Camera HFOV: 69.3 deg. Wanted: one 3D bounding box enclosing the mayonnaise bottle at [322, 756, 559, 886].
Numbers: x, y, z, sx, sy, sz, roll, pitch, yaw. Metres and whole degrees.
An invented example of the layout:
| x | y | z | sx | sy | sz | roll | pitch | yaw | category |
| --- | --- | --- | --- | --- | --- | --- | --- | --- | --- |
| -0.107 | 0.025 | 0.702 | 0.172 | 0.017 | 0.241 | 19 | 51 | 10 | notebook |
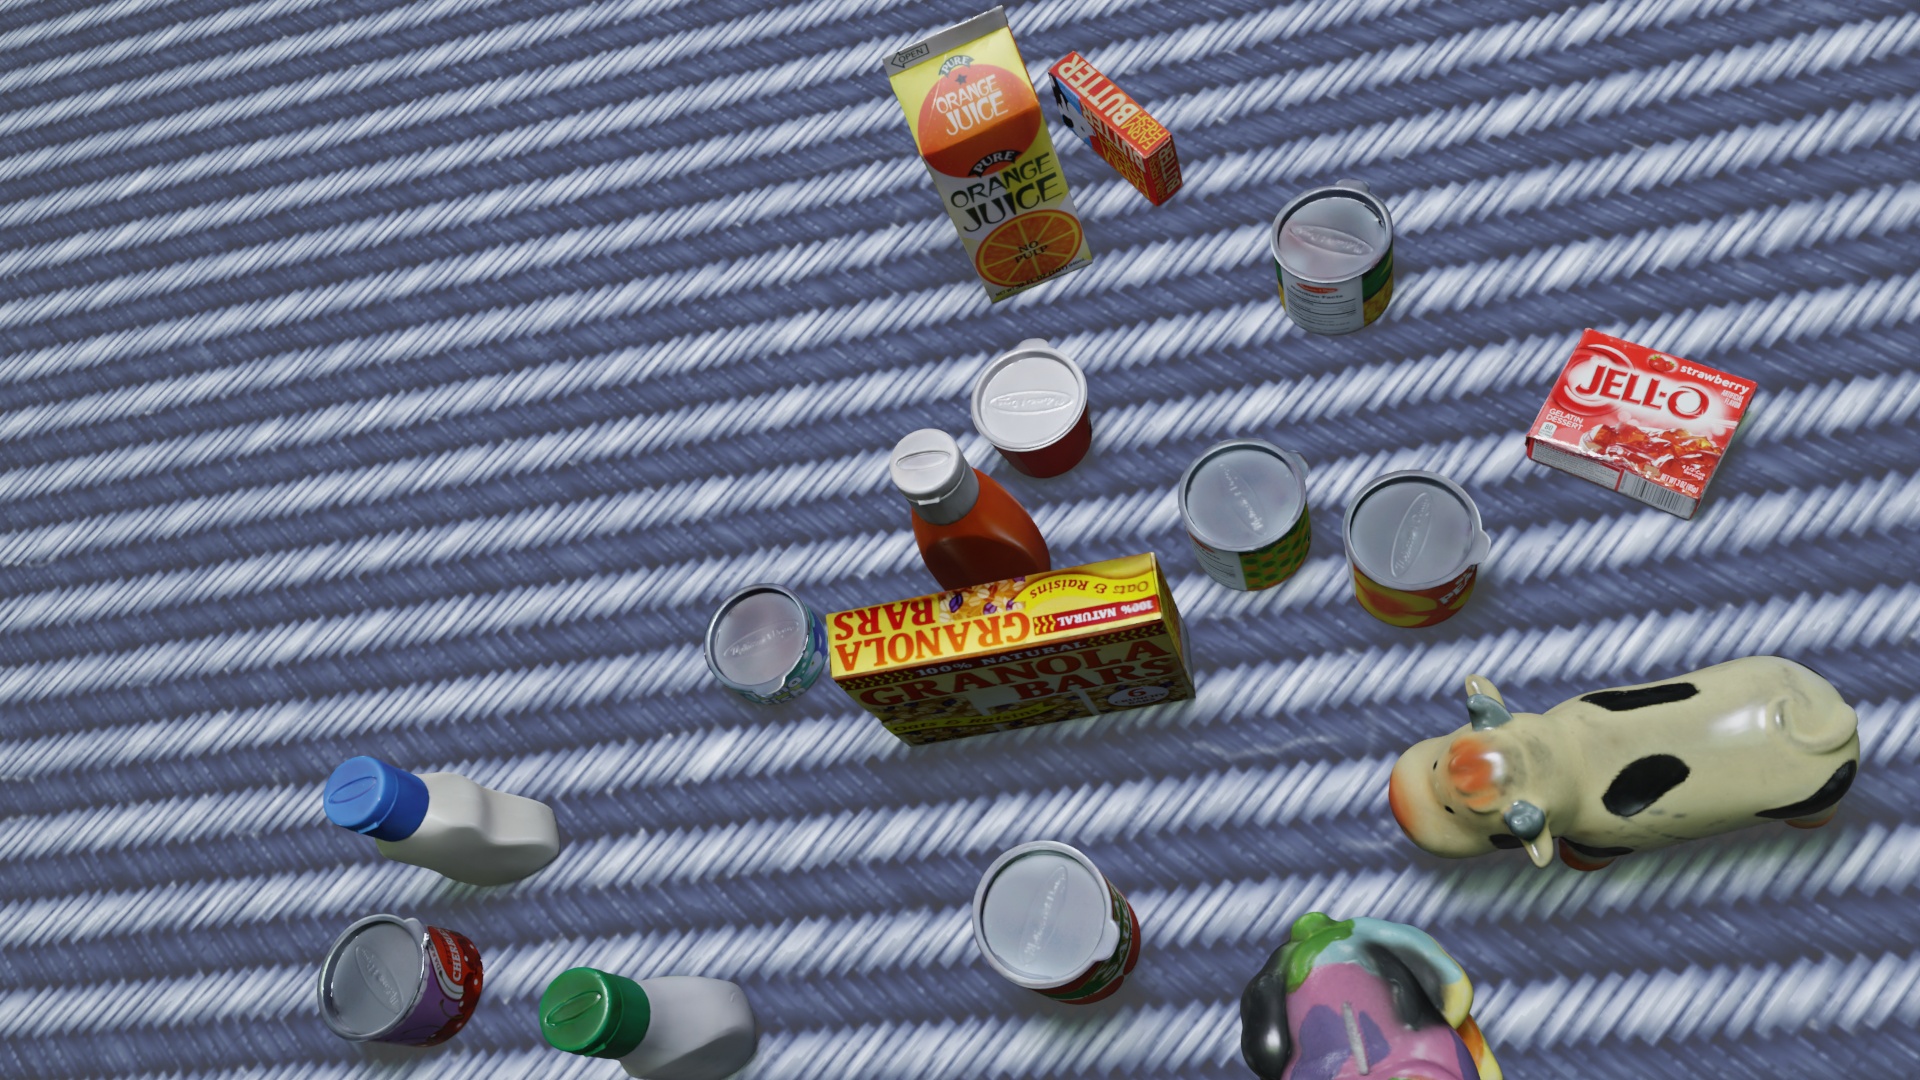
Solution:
| x | y | z | sx | sy | sz | roll | pitch | yaw | category |
| --- | --- | --- | --- | --- | --- | --- | --- | --- | --- |
| -0.282 | 0.153 | 0.756 | 0.065 | 0.147 | 0.041 | -23 | 62 | 7 | mayonnaise bottle |

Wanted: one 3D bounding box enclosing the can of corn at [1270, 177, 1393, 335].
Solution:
| x | y | z | sx | sy | sz | roll | pitch | yaw | category |
| --- | --- | --- | --- | --- | --- | --- | --- | --- | --- |
| 0.215 | -0.162 | 0.797 | 0.071 | 0.058 | 0.071 | -7 | 64 | 15 | can of corn |

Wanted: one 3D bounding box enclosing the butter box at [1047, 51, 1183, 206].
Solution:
| x | y | z | sx | sy | sz | roll | pitch | yaw | category |
| --- | --- | --- | --- | --- | --- | --- | --- | --- | --- |
| 0.099 | -0.262 | 0.883 | 0.024 | 0.053 | 0.104 | -38 | 61 | -2 | butter box |

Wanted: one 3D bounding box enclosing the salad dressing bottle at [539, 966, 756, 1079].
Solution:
| x | y | z | sx | sy | sz | roll | pitch | yaw | category |
| --- | --- | --- | --- | --- | --- | --- | --- | --- | --- |
| -0.150 | 0.235 | 0.676 | 0.064 | 0.147 | 0.044 | -28 | 61 | 4 | salad dressing bottle |

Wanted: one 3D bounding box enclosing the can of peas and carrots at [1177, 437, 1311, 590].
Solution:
| x | y | z | sx | sy | sz | roll | pitch | yaw | category |
| --- | --- | --- | --- | --- | --- | --- | --- | --- | --- |
| 0.156 | -0.015 | 0.747 | 0.071 | 0.058 | 0.071 | -7 | 64 | 15 | can of peas and carrots |

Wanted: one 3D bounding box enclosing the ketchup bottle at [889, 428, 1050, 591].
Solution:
| x | y | z | sx | sy | sz | roll | pitch | yaw | category |
| --- | --- | --- | --- | --- | --- | --- | --- | --- | --- |
| 0.003 | -0.009 | 0.741 | 0.065 | 0.148 | 0.044 | -8 | 64 | 14 | ketchup bottle |

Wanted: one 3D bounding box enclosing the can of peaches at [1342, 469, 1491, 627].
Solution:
| x | y | z | sx | sy | sz | roll | pitch | yaw | category |
| --- | --- | --- | --- | --- | --- | --- | --- | --- | --- |
| 0.234 | 0.006 | 0.714 | 0.071 | 0.058 | 0.071 | -7 | 64 | 15 | can of peaches |

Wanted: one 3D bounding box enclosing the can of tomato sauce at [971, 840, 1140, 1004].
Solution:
| x | y | z | sx | sy | sz | roll | pitch | yaw | category |
| --- | --- | --- | --- | --- | --- | --- | --- | --- | --- |
| 0.050 | 0.187 | 0.673 | 0.071 | 0.083 | 0.071 | -7 | 65 | 15 | can of tomato sauce |

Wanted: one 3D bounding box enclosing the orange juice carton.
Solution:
| x | y | z | sx | sy | sz | roll | pitch | yaw | category |
| --- | --- | --- | --- | --- | --- | --- | --- | --- | --- |
| 0.017 | -0.230 | 0.815 | 0.072 | 0.192 | 0.073 | -21 | 62 | 7 | orange juice carton |

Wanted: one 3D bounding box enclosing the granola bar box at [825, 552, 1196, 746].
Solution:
| x | y | z | sx | sy | sz | roll | pitch | yaw | category |
| --- | --- | --- | --- | --- | --- | --- | --- | --- | --- |
| 0.030 | 0.061 | 0.714 | 0.165 | 0.124 | 0.039 | -11 | 64 | 12 | granola bar box |

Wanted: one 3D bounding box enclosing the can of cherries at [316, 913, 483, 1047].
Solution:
| x | y | z | sx | sy | sz | roll | pitch | yaw | category |
| --- | --- | --- | --- | --- | --- | --- | --- | --- | --- |
| -0.308 | 0.244 | 0.773 | 0.071 | 0.058 | 0.072 | -7 | 64 | 15 | can of cherries |

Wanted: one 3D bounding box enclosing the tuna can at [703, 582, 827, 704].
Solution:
| x | y | z | sx | sy | sz | roll | pitch | yaw | category |
| --- | --- | --- | --- | --- | --- | --- | --- | --- | --- |
| -0.112 | 0.063 | 0.810 | 0.071 | 0.032 | 0.071 | -7 | 64 | 14 | tuna can |

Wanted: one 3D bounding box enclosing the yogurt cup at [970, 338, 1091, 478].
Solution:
| x | y | z | sx | sy | sz | roll | pitch | yaw | category |
| --- | --- | --- | --- | --- | --- | --- | --- | --- | --- |
| 0.045 | -0.072 | 0.811 | 0.072 | 0.053 | 0.072 | -7 | 64 | 15 | yogurt cup |
